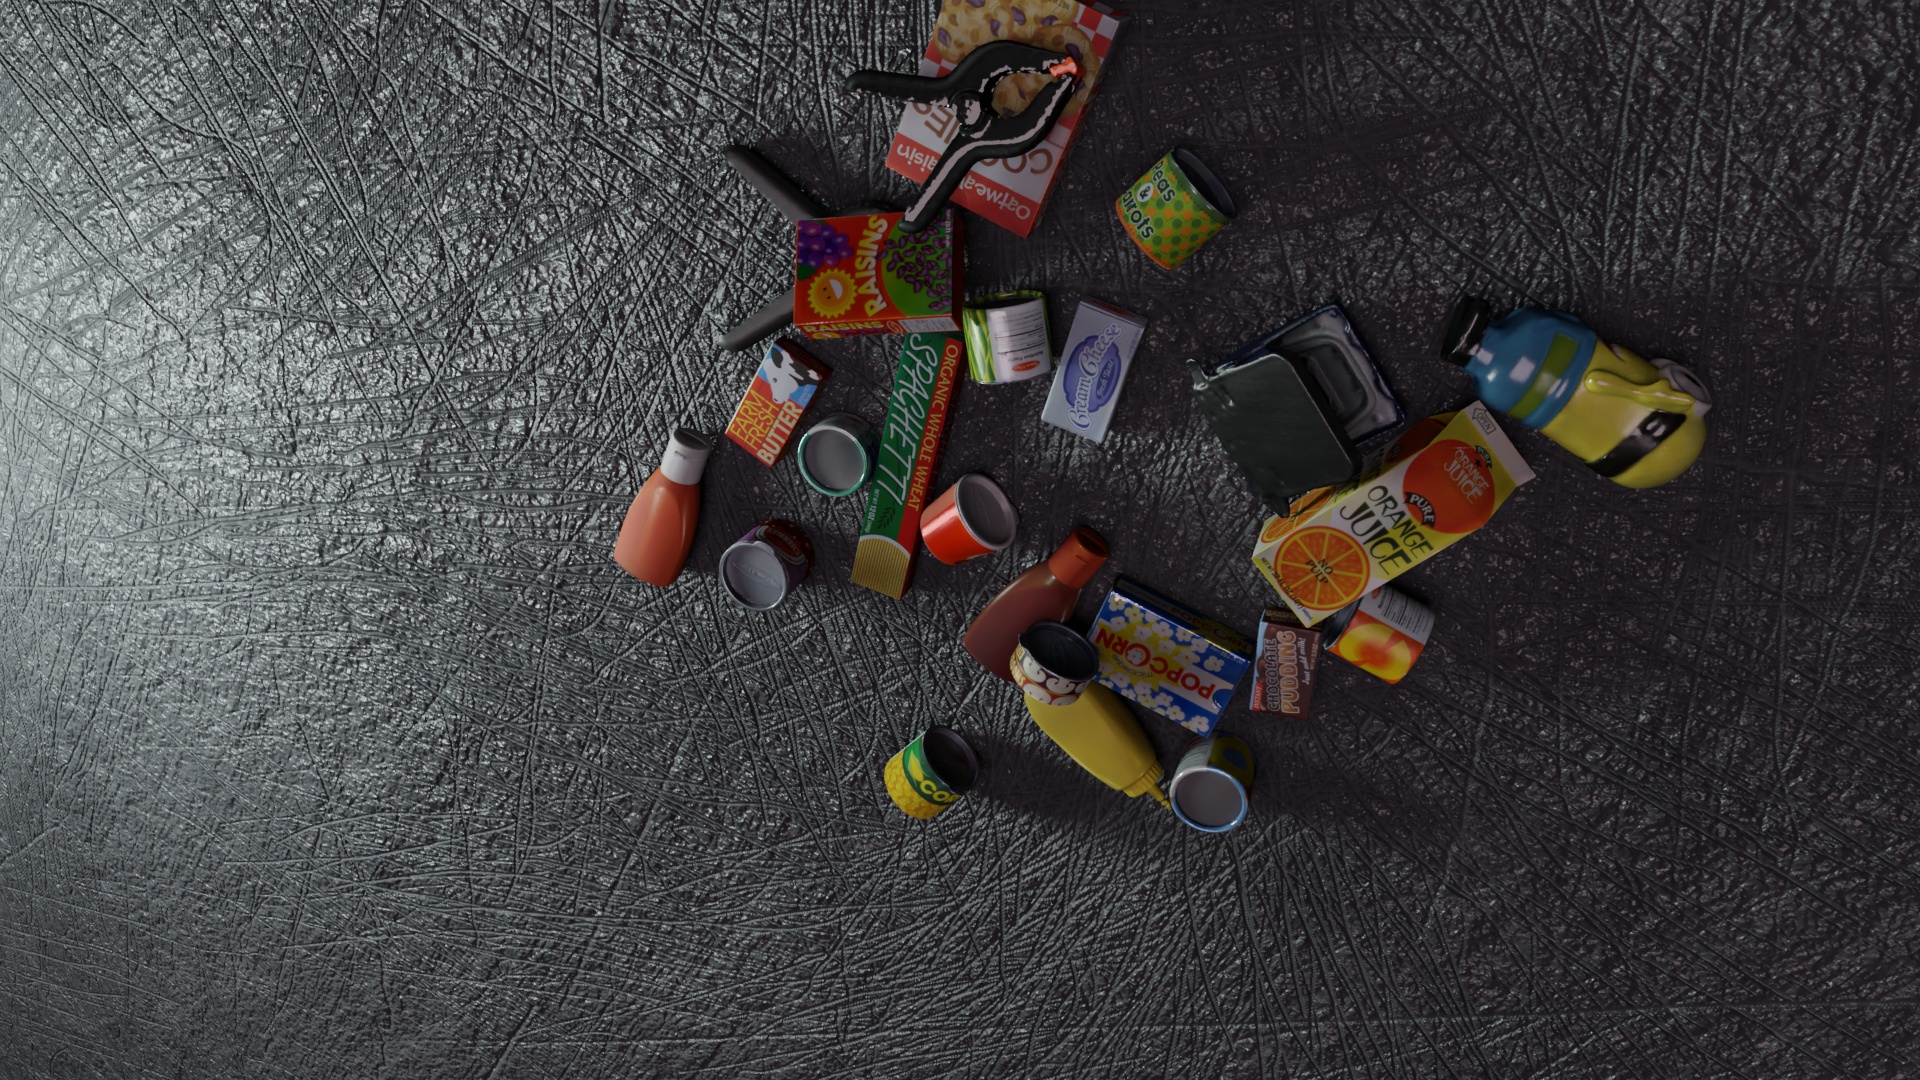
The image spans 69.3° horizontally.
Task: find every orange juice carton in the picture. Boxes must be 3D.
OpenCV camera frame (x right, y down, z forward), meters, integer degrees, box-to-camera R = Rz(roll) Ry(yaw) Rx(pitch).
[{"bbox_3d":[0.315,-0.023,1.016,0.192,0.073,0.072,-36,97,29],"label":"orange juice carton"}]

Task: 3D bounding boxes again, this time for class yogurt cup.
[{"bbox_3d":[0.004,-0.014,1.143,0.053,0.073,0.072,-30,100,37],"label":"yogurt cup"}]

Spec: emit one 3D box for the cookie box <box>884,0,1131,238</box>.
[{"bbox_3d":[0.031,-0.323,1.005,0.123,0.040,0.166,29,120,6],"label":"cookie box"}]

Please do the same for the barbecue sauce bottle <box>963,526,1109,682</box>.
[{"bbox_3d":[0.067,0.051,1.160,0.065,0.044,0.148,37,120,-2],"label":"barbecue sauce bottle"}]

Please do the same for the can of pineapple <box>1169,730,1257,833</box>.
[{"bbox_3d":[0.214,0.204,1.164,0.071,0.058,0.070,8,116,17],"label":"can of pineapple"}]

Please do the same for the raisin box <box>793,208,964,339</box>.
[{"bbox_3d":[-0.061,-0.200,1.043,0.123,0.040,0.086,-2,82,13],"label":"raisin box"}]

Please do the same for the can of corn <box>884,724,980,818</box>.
[{"bbox_3d":[-0.026,0.211,1.251,0.071,0.071,0.058,46,121,-4],"label":"can of corn"}]

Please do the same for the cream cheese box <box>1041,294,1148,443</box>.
[{"bbox_3d":[0.103,-0.131,1.074,0.053,0.024,0.103,23,119,10],"label":"cream cheese box"}]

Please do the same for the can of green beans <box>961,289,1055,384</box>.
[{"bbox_3d":[0.036,-0.156,1.064,0.071,0.071,0.057,-1,112,21],"label":"can of green beans"}]

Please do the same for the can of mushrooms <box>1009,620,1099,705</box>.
[{"bbox_3d":[0.073,0.099,1.123,0.071,0.071,0.033,31,125,5],"label":"can of mushrooms"}]

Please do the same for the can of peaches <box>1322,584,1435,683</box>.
[{"bbox_3d":[0.319,0.069,1.061,0.058,0.071,0.071,28,120,6],"label":"can of peaches"}]

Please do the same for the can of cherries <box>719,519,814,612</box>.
[{"bbox_3d":[-0.169,0.020,1.225,0.071,0.059,0.071,8,115,18],"label":"can of cherries"}]

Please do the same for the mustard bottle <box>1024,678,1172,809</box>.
[{"bbox_3d":[0.126,0.172,1.189,0.065,0.049,0.160,-39,96,30],"label":"mustard bottle"}]

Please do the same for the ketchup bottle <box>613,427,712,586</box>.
[{"bbox_3d":[-0.262,-0.031,1.245,0.065,0.044,0.148,30,120,5],"label":"ketchup bottle"}]

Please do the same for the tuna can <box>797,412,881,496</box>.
[{"bbox_3d":[-0.102,-0.070,1.174,0.071,0.033,0.070,8,115,17],"label":"tuna can"}]

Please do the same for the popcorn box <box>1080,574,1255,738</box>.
[{"bbox_3d":[0.167,0.095,1.145,0.127,0.038,0.084,27,119,8],"label":"popcorn box"}]

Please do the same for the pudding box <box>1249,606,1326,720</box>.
[{"bbox_3d":[0.262,0.099,1.115,0.050,0.030,0.083,10,116,17],"label":"pudding box"}]

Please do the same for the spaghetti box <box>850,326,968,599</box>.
[{"bbox_3d":[-0.042,-0.066,1.156,0.050,0.029,0.248,20,119,10],"label":"spaghetti box"}]

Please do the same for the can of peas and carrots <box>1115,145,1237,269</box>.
[{"bbox_3d":[0.151,-0.236,0.983,0.071,0.071,0.058,48,121,-5],"label":"can of peas and carrots"}]

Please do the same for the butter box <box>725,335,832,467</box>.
[{"bbox_3d":[-0.155,-0.117,1.178,0.053,0.024,0.103,35,120,3],"label":"butter box"}]
